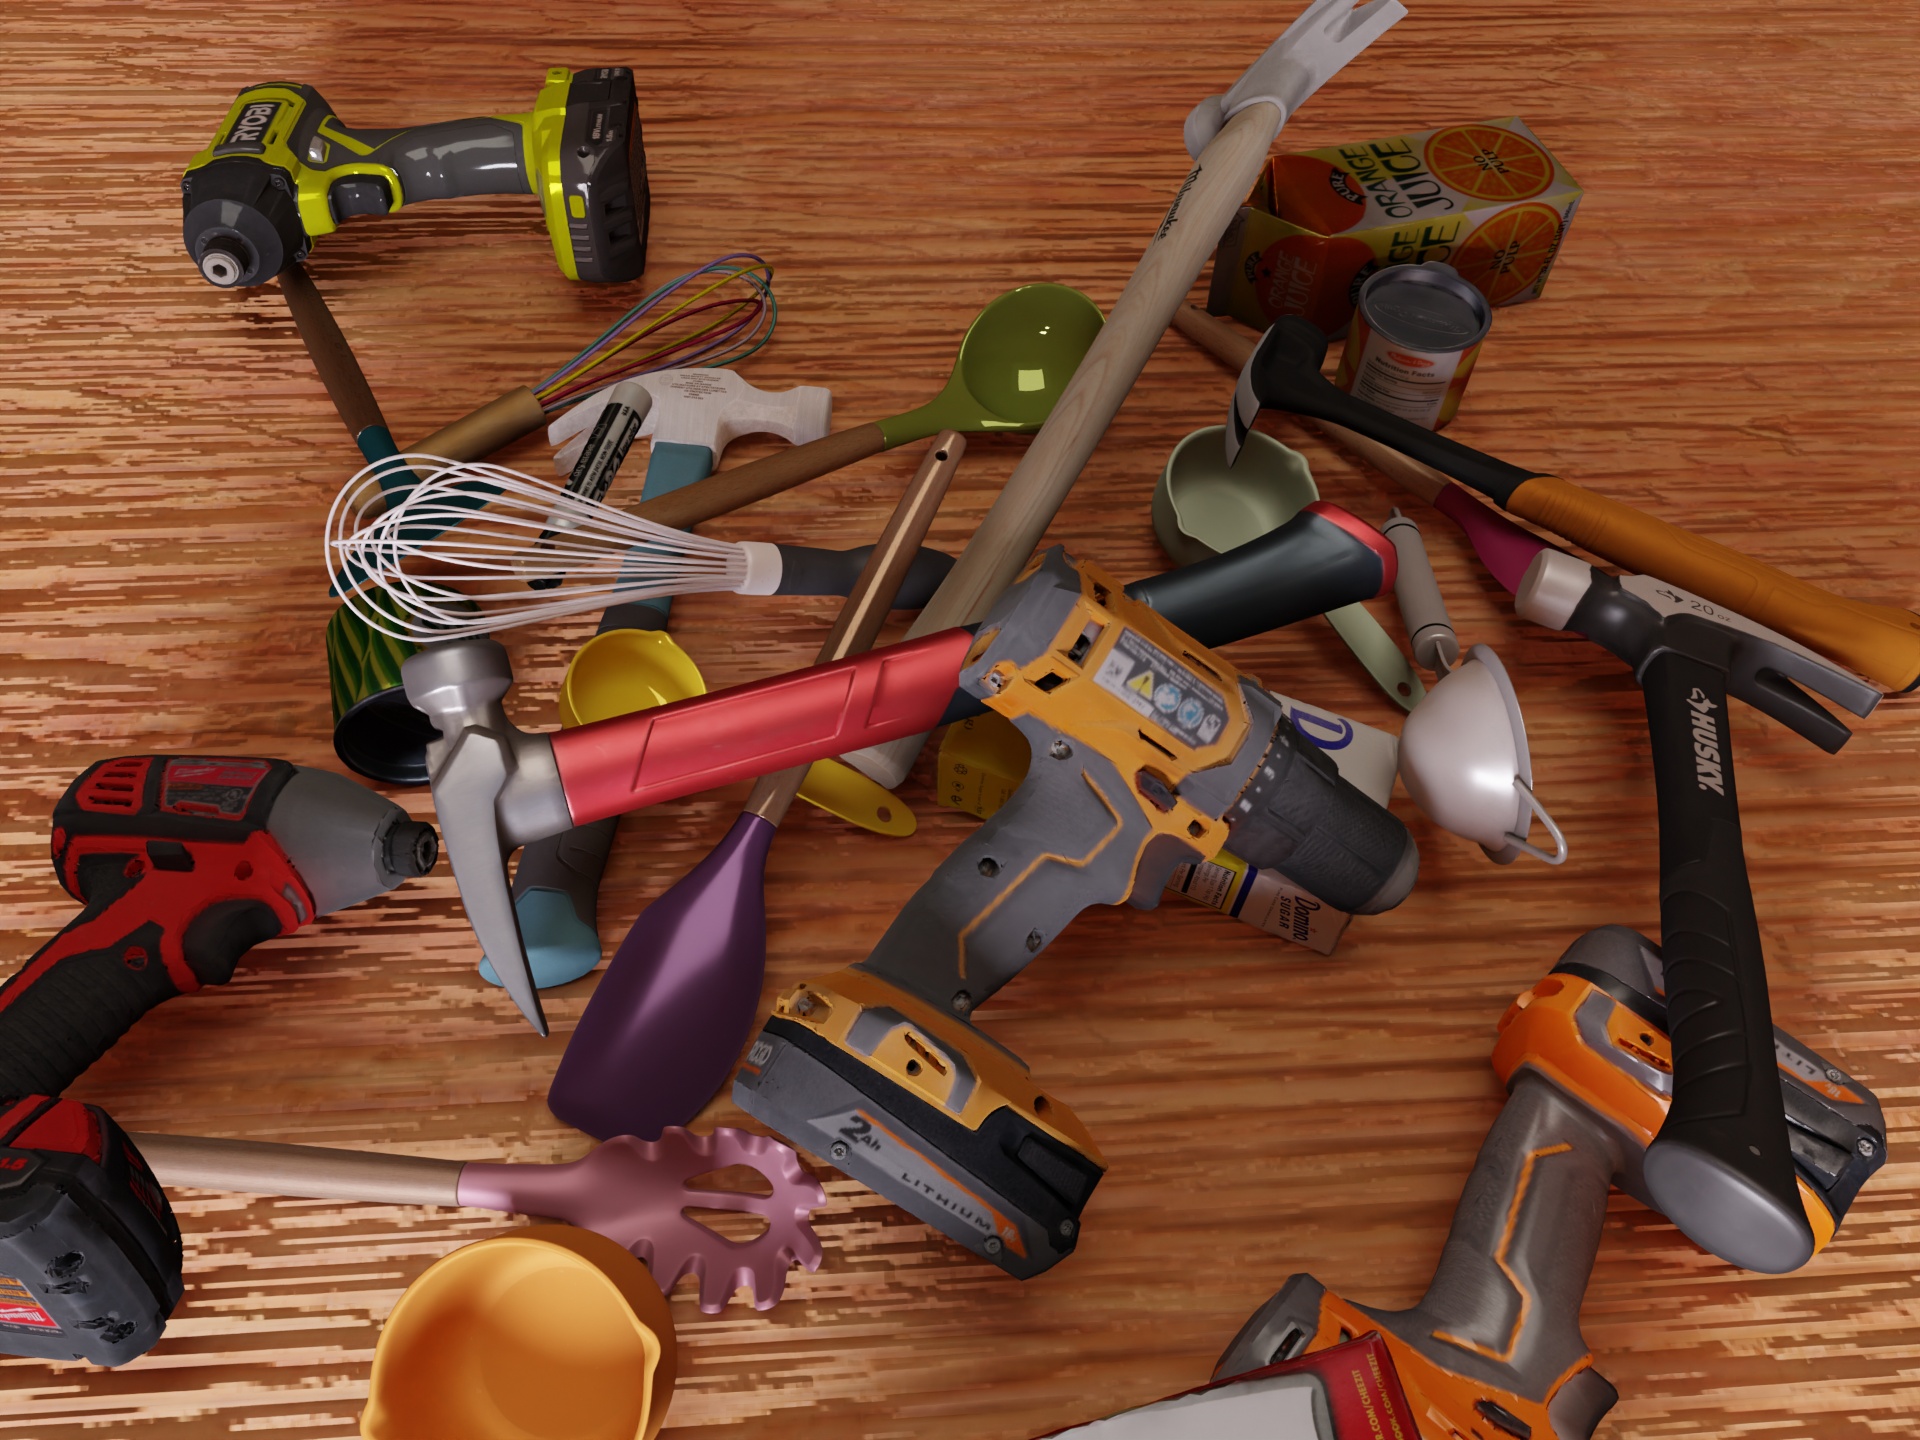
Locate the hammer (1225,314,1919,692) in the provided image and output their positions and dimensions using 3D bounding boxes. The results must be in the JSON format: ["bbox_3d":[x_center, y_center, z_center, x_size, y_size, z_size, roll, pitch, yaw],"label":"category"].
[{"bbox_3d":[0.284,-0.092,0.730,0.337,0.034,0.127,25,37,6],"label":"hammer"}]

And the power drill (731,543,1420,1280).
[{"bbox_3d":[0.048,0.076,0.560,0.185,0.084,0.226,34,74,-9],"label":"power drill"}]

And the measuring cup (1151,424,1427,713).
[{"bbox_3d":[0.153,-0.062,0.738,0.083,0.038,0.168,-32,78,-26],"label":"measuring cup"}]

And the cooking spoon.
[{"bbox_3d":[0.218,-0.125,0.784,0.068,0.017,0.319,-21,53,-41],"label":"cooking spoon"}]

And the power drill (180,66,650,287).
[{"bbox_3d":[-0.280,-0.278,0.828,0.223,0.080,0.171,-4,43,-4],"label":"power drill"}]

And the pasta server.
[{"bbox_3d":[-0.202,0.160,0.553,0.316,0.040,0.060,4,83,2],"label":"pasta server"}]

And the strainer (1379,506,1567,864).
[{"bbox_3d":[0.200,-0.025,0.672,0.050,0.086,0.259,-1,35,6],"label":"strainer"}]

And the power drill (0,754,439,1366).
[{"bbox_3d":[-0.281,0.098,0.550,0.143,0.078,0.220,3,41,9],"label":"power drill"}]

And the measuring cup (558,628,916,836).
[{"bbox_3d":[-0.090,0.016,0.650,0.156,0.029,0.062,27,55,-18],"label":"measuring cup"}]

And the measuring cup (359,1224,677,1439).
[{"bbox_3d":[-0.121,0.244,0.496,0.095,0.052,0.174,-17,82,2],"label":"measuring cup"}]

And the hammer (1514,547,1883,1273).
[{"bbox_3d":[0.271,0.051,0.569,0.146,0.035,0.335,22,39,4],"label":"hammer"}]

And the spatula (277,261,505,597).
[{"bbox_3d":[-0.286,-0.153,0.745,0.082,0.044,0.318,-34,51,-6],"label":"spatula"}]

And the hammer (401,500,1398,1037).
[{"bbox_3d":[-0.001,-0.002,0.612,0.386,0.038,0.143,-15,86,-15],"label":"hammer"}]

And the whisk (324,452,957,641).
[{"bbox_3d":[-0.114,-0.063,0.657,0.284,0.070,0.070,0,50,-36],"label":"whisk"}]

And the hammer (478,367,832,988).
[{"bbox_3d":[-0.144,-0.035,0.699,0.128,0.033,0.331,7,54,1],"label":"hammer"}]

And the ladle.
[{"bbox_3d":[-0.058,-0.131,0.728,0.320,0.062,0.078,-27,65,-31],"label":"ladle"}]

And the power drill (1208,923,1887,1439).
[{"bbox_3d":[0.207,0.196,0.524,0.164,0.084,0.226,37,65,21],"label":"power drill"}]

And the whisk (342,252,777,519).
[{"bbox_3d":[-0.192,-0.165,0.790,0.245,0.051,0.047,-35,28,-19],"label":"whisk"}]

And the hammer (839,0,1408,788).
[{"bbox_3d":[0.065,-0.151,0.697,0.038,0.146,0.411,34,73,-13],"label":"hammer"}]

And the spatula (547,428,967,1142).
[{"bbox_3d":[-0.066,0.017,0.627,0.060,0.018,0.316,24,73,2],"label":"spatula"}]
